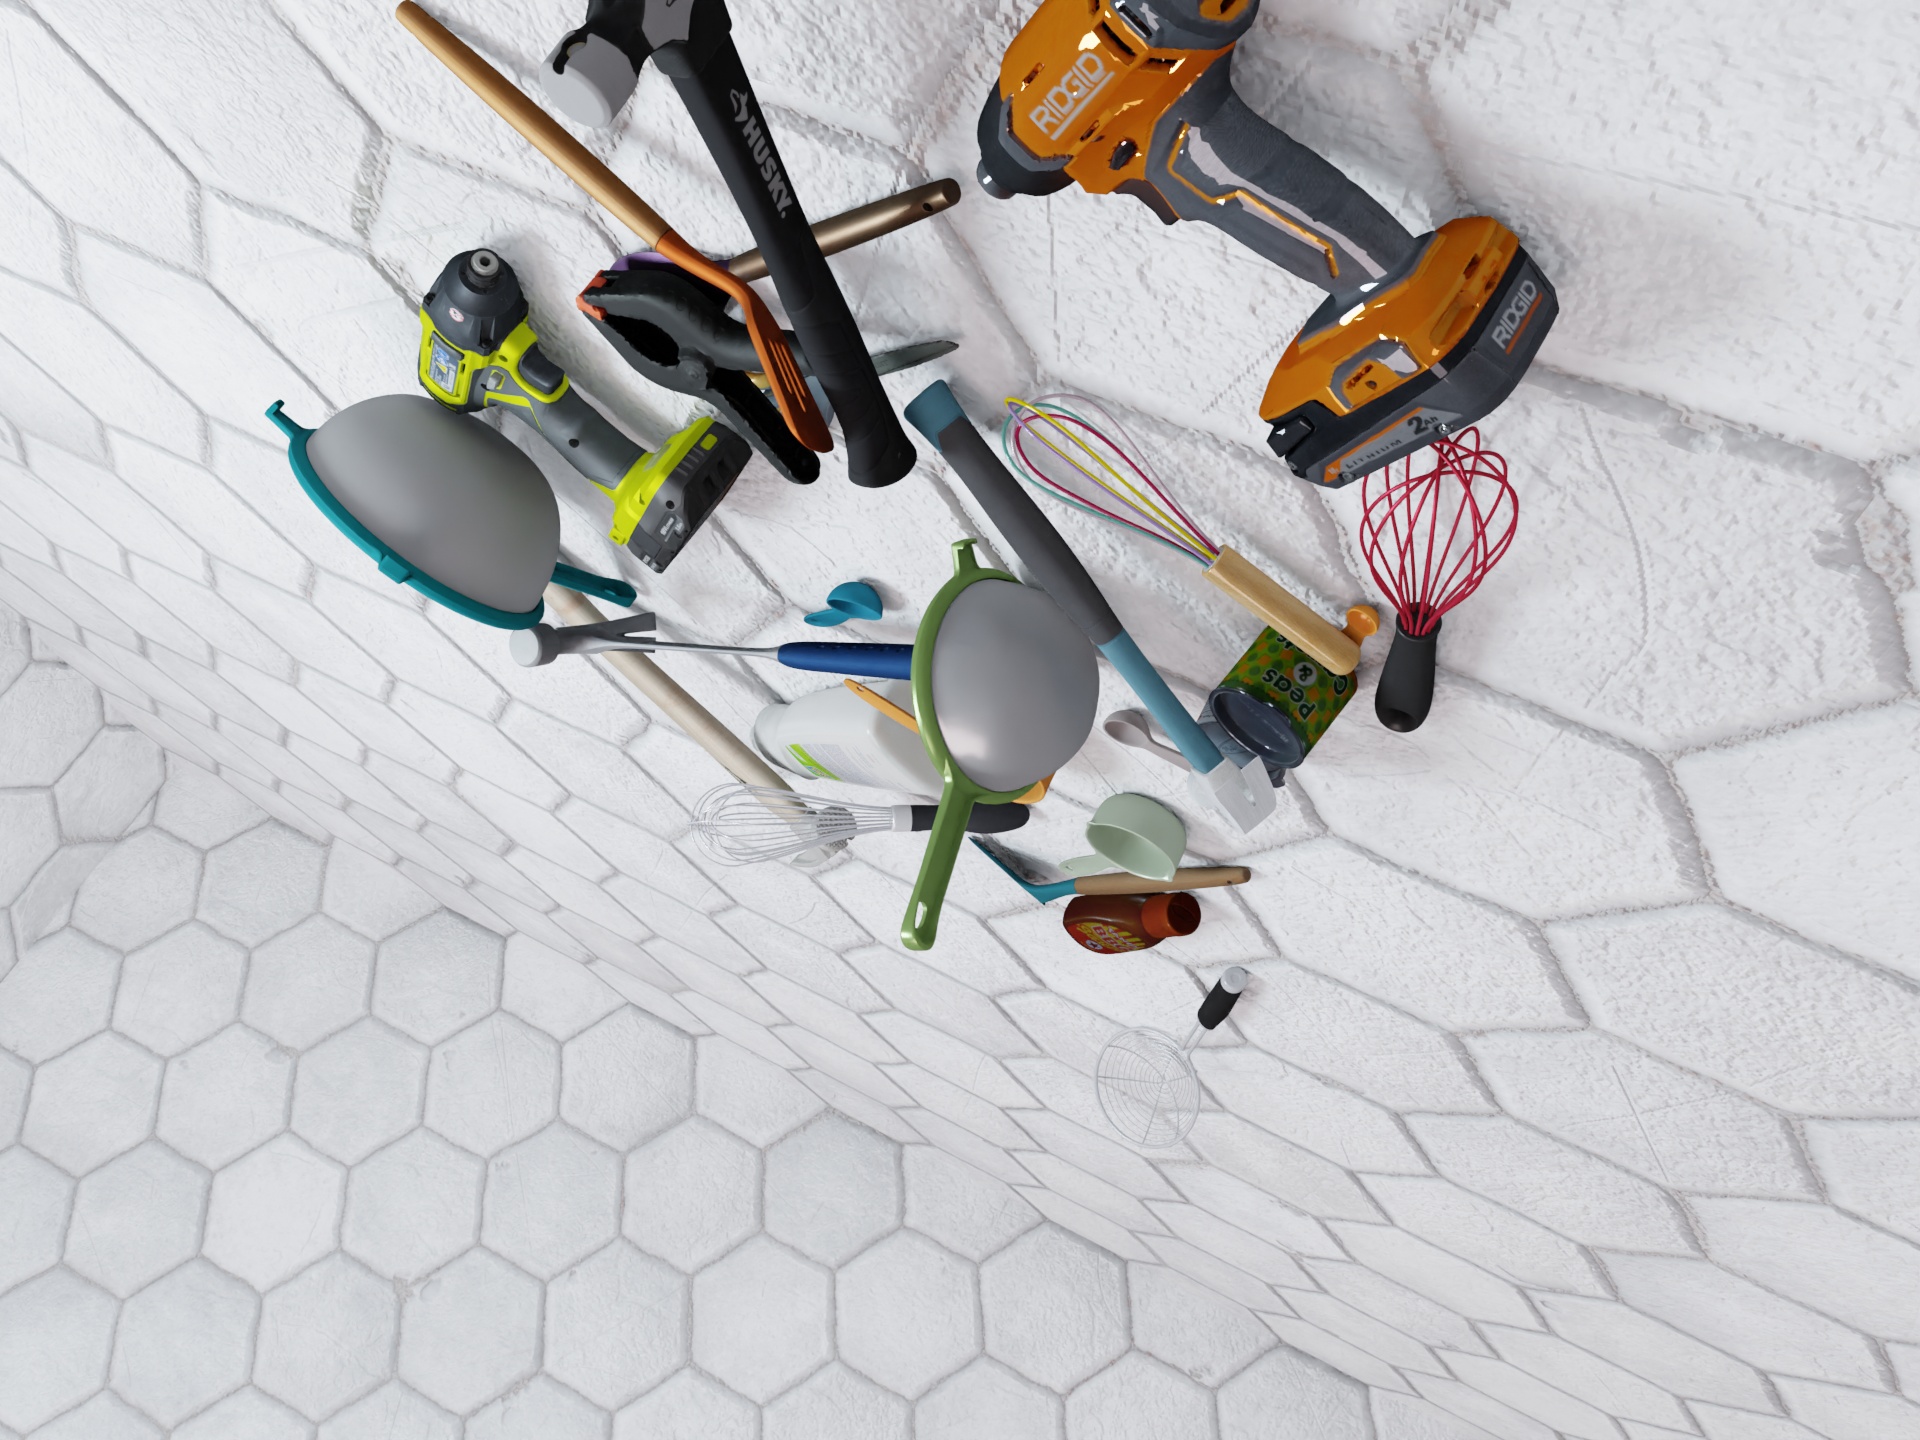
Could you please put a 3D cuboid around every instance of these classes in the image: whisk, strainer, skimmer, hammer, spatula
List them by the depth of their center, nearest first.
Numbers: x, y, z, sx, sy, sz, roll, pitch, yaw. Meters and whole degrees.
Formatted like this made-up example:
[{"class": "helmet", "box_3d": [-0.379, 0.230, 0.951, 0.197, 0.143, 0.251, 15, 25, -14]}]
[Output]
[{"class": "hammer", "box_3d": [-0.077, -0.224, 0.752, 0.035, 0.146, 0.334, 19, 158, 25]}, {"class": "whisk", "box_3d": [0.235, -0.060, 0.810, 0.073, 0.073, 0.295, 22, 162, 19]}, {"class": "spatula", "box_3d": [-0.181, -0.264, 0.845, 0.322, 0.041, 0.081, 42, -168, 0]}, {"class": "whisk", "box_3d": [0.121, -0.099, 0.865, 0.245, 0.051, 0.047, 35, 149, -10]}, {"class": "spatula", "box_3d": [-0.108, -0.252, 0.867, 0.316, 0.018, 0.059, 2, 145, 49]}, {"class": "hammer", "box_3d": [0.078, -0.061, 0.930, 0.331, 0.033, 0.128, 50, 179, -15]}, {"class": "strainer", "box_3d": [0.027, 0.022, 0.967, 0.069, 0.256, 0.151, -5, 146, 39]}, {"class": "hammer", "box_3d": [-0.136, -0.052, 1.193, 0.405, 0.035, 0.144, 5, -170, 27]}, {"class": "strainer", "box_3d": [-0.335, -0.158, 1.200, 0.211, 0.095, 0.340, 47, -167, 25]}, {"class": "whisk", "box_3d": [-0.081, 0.082, 1.310, 0.284, 0.070, 0.070, -1, 159, -12]}, {"class": "spatula", "box_3d": [0.123, 0.129, 1.349, 0.317, 0.044, 0.082, -10, 134, 49]}, {"class": "hammer", "box_3d": [-0.261, -0.023, 1.389, 0.410, 0.038, 0.146, 44, 158, -4]}, {"class": "skimmer", "box_3d": [0.205, 0.324, 1.550, 0.127, 0.090, 0.363, 56, 162, 21]}]

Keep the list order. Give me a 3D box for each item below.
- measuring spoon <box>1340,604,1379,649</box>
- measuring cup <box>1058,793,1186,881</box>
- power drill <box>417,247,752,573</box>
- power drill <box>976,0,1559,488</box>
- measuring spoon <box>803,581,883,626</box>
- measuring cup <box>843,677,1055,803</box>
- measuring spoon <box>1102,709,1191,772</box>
[{"class": "measuring spoon", "box_3d": [0.221, -0.039, 0.922, 0.021, 0.011, 0.116, 38, 161, 12]}, {"class": "measuring cup", "box_3d": [0.122, 0.097, 1.268, 0.083, 0.038, 0.167, 35, 158, -10]}, {"class": "power drill", "box_3d": [-0.256, -0.209, 1.056, 0.223, 0.080, 0.171, 38, 156, -9]}, {"class": "power drill", "box_3d": [0.109, -0.202, 0.646, 0.226, 0.084, 0.164, 41, 155, -13]}, {"class": "measuring spoon", "box_3d": [-0.091, -0.086, 1.183, 0.042, 0.021, 0.128, 20, 170, -21]}, {"class": "measuring cup", "box_3d": [-0.002, -0.004, 1.194, 0.173, 0.052, 0.095, 30, 156, 4]}, {"class": "measuring spoon", "box_3d": [0.157, 0.022, 1.113, 0.124, 0.018, 0.034, 26, 157, -7]}]
